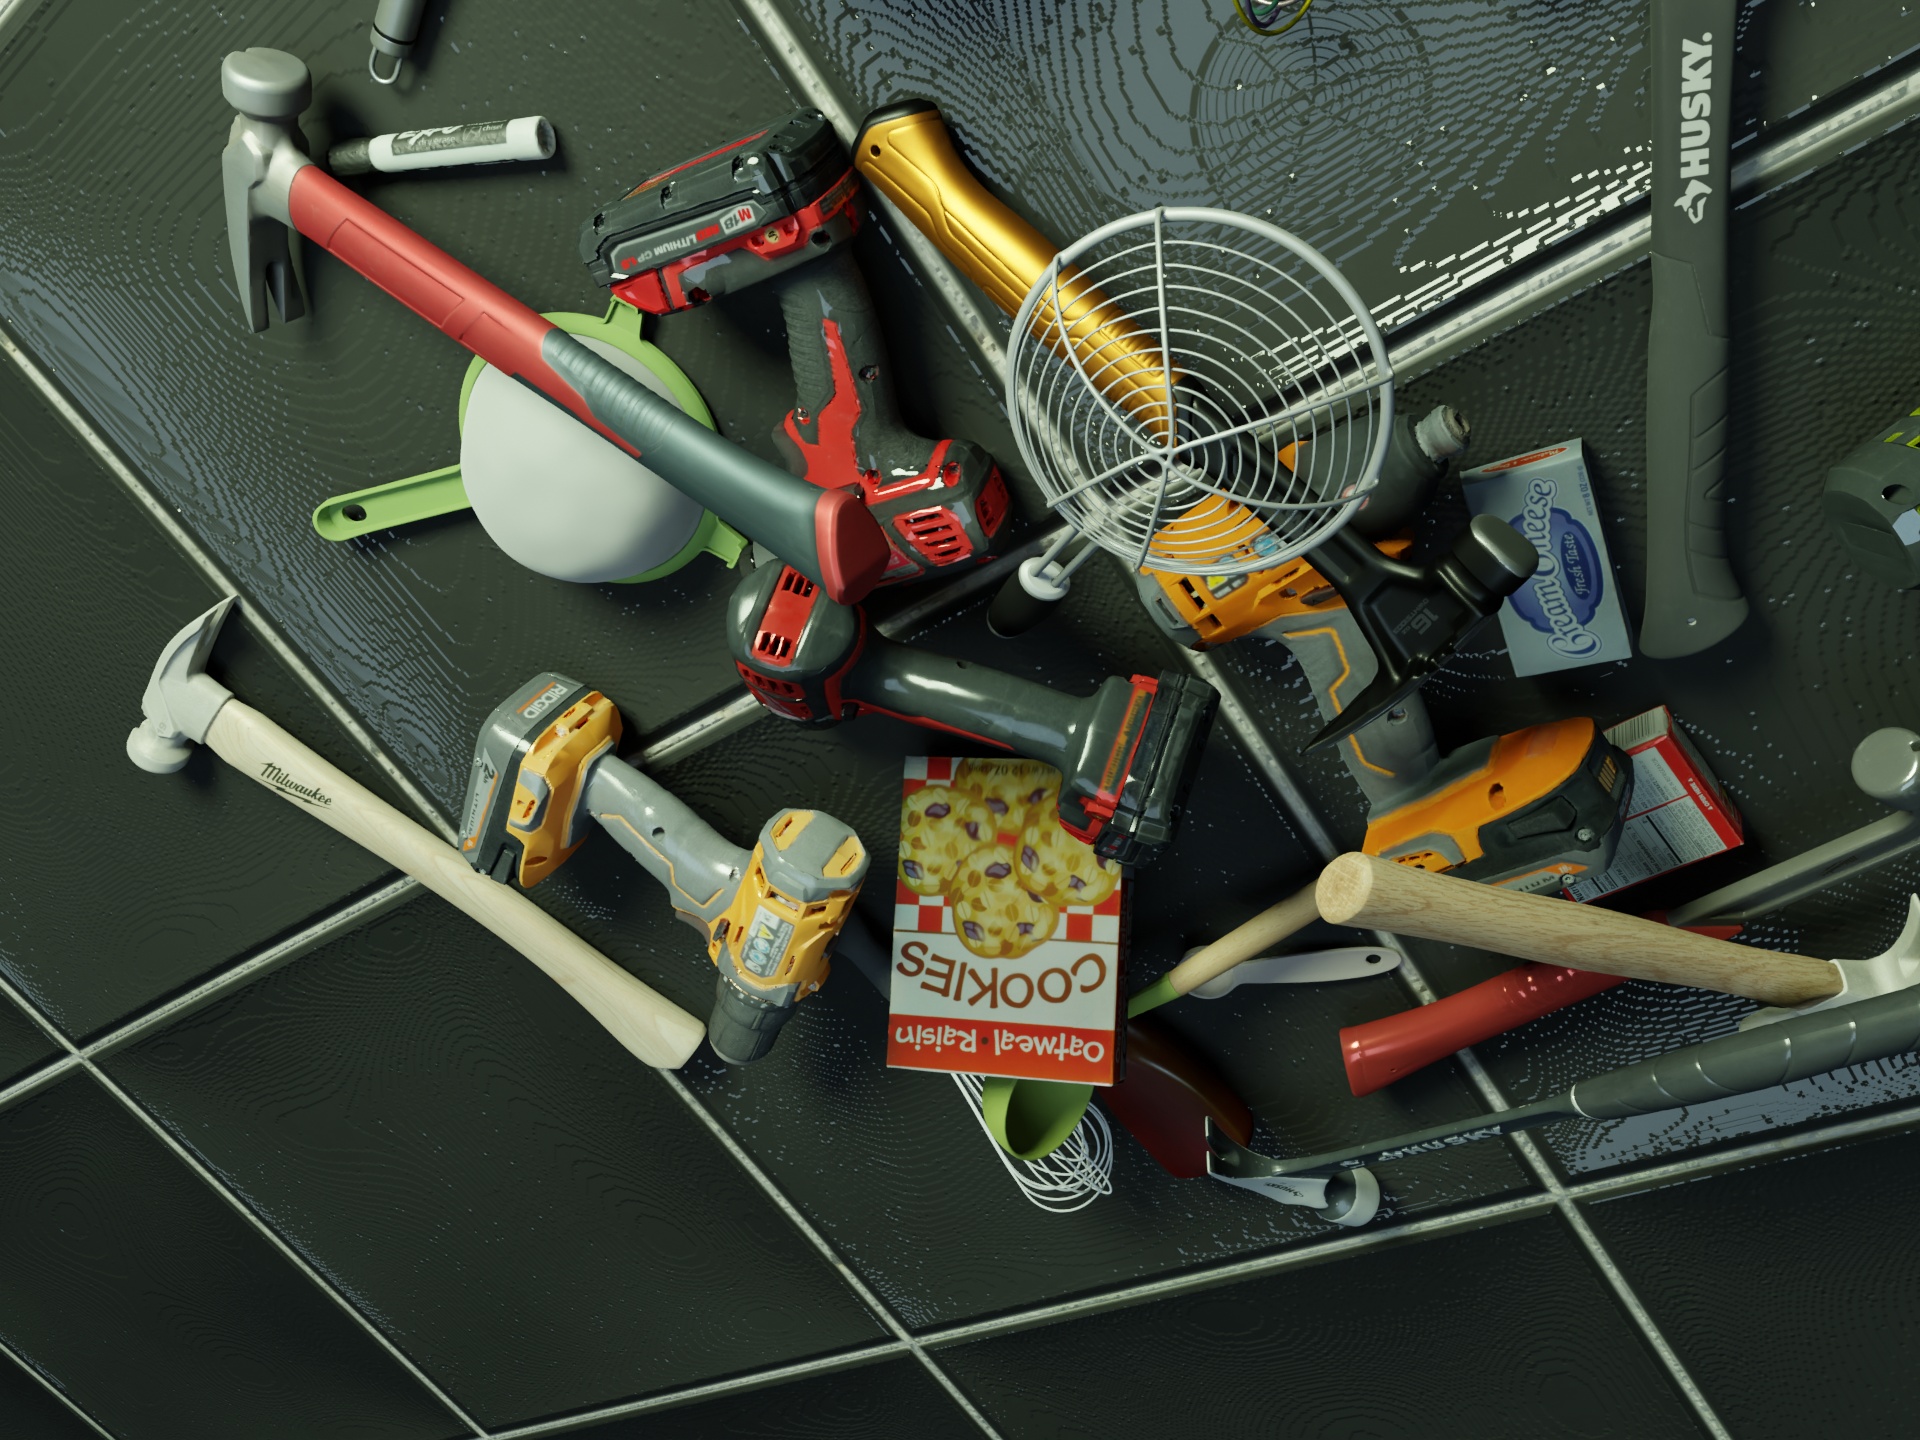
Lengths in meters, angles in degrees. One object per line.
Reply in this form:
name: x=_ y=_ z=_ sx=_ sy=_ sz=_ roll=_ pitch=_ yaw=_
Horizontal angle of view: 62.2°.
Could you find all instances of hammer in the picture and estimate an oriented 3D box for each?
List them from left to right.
hammer: x=-0.332 y=0.087 z=1.014 sx=0.410 sy=0.038 sz=0.146 roll=37 pitch=124 yaw=-8
hammer: x=-0.196 y=-0.155 z=0.729 sx=0.386 sy=0.038 sz=0.143 roll=35 pitch=136 yaw=15
hammer: x=0.075 y=-0.137 z=0.673 sx=0.337 sy=0.034 sz=0.127 roll=45 pitch=129 yaw=9
hammer: x=0.298 y=0.191 z=0.794 sx=0.149 sy=0.036 sz=0.409 roll=23 pitch=143 yaw=-31
hammer: x=0.340 y=0.116 z=0.795 sx=0.149 sy=0.037 sz=0.359 roll=24 pitch=137 yaw=-31
hammer: x=0.303 y=0.101 z=0.706 sx=0.331 sy=0.031 sz=0.130 roll=13 pitch=143 yaw=-23
hammer: x=0.287 y=-0.173 z=0.638 sx=0.146 sy=0.035 sz=0.334 roll=-3 pitch=121 yaw=19

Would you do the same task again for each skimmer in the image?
skimmer: x=0.060 y=-0.090 z=0.640 sx=0.127 sy=0.363 sz=0.090 roll=34 pitch=83 yaw=-3

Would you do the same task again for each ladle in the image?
ladle: x=0.141 y=0.138 z=0.848 sx=0.320 sy=0.062 sz=0.078 roll=-35 pitch=142 yaw=20

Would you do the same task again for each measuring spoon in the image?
measuring spoon: x=0.183 y=0.135 z=0.891 sx=0.124 sy=0.018 sz=0.034 roll=-7 pitch=120 yaw=14

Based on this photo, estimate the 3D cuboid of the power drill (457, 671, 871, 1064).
power drill: x=-0.176 y=0.094 z=0.925 sx=0.226 sy=0.084 sz=0.185 roll=29 pitch=127 yaw=7

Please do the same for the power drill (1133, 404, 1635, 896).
power drill: x=0.203 y=-0.026 z=0.714 sx=0.164 sy=0.084 sz=0.226 roll=-33 pitch=98 yaw=41

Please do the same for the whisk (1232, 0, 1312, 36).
whisk: x=0.121 y=-0.374 z=0.562 sx=0.047 sy=0.051 sz=0.244 roll=-3 pitch=119 yaw=-5

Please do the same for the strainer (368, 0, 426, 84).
strainer: x=-0.212 y=-0.378 z=0.667 sx=0.086 sy=0.050 sz=0.258 roll=24 pitch=131 yaw=-16

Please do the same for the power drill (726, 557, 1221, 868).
power drill: x=-0.001 y=-0.002 z=0.778 sx=0.226 sy=0.080 sz=0.188 roll=19 pitch=169 yaw=3

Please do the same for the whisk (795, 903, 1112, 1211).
whisk: x=-0.007 y=0.191 z=0.964 sx=0.284 sy=0.070 sz=0.070 roll=47 pitch=124 yaw=-9

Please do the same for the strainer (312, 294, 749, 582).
strainer: x=-0.249 y=-0.118 z=0.830 sx=0.256 sy=0.069 sz=0.151 roll=-9 pitch=119 yaw=22

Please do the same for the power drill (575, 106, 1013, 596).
power drill: x=-0.078 y=-0.156 z=0.748 sx=0.143 sy=0.079 sz=0.219 roll=-13 pitch=120 yaw=26

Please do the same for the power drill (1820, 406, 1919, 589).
power drill: x=0.462 y=-0.054 z=0.617 sx=0.171 sy=0.080 sz=0.223 roll=-36 pitch=106 yaw=6
